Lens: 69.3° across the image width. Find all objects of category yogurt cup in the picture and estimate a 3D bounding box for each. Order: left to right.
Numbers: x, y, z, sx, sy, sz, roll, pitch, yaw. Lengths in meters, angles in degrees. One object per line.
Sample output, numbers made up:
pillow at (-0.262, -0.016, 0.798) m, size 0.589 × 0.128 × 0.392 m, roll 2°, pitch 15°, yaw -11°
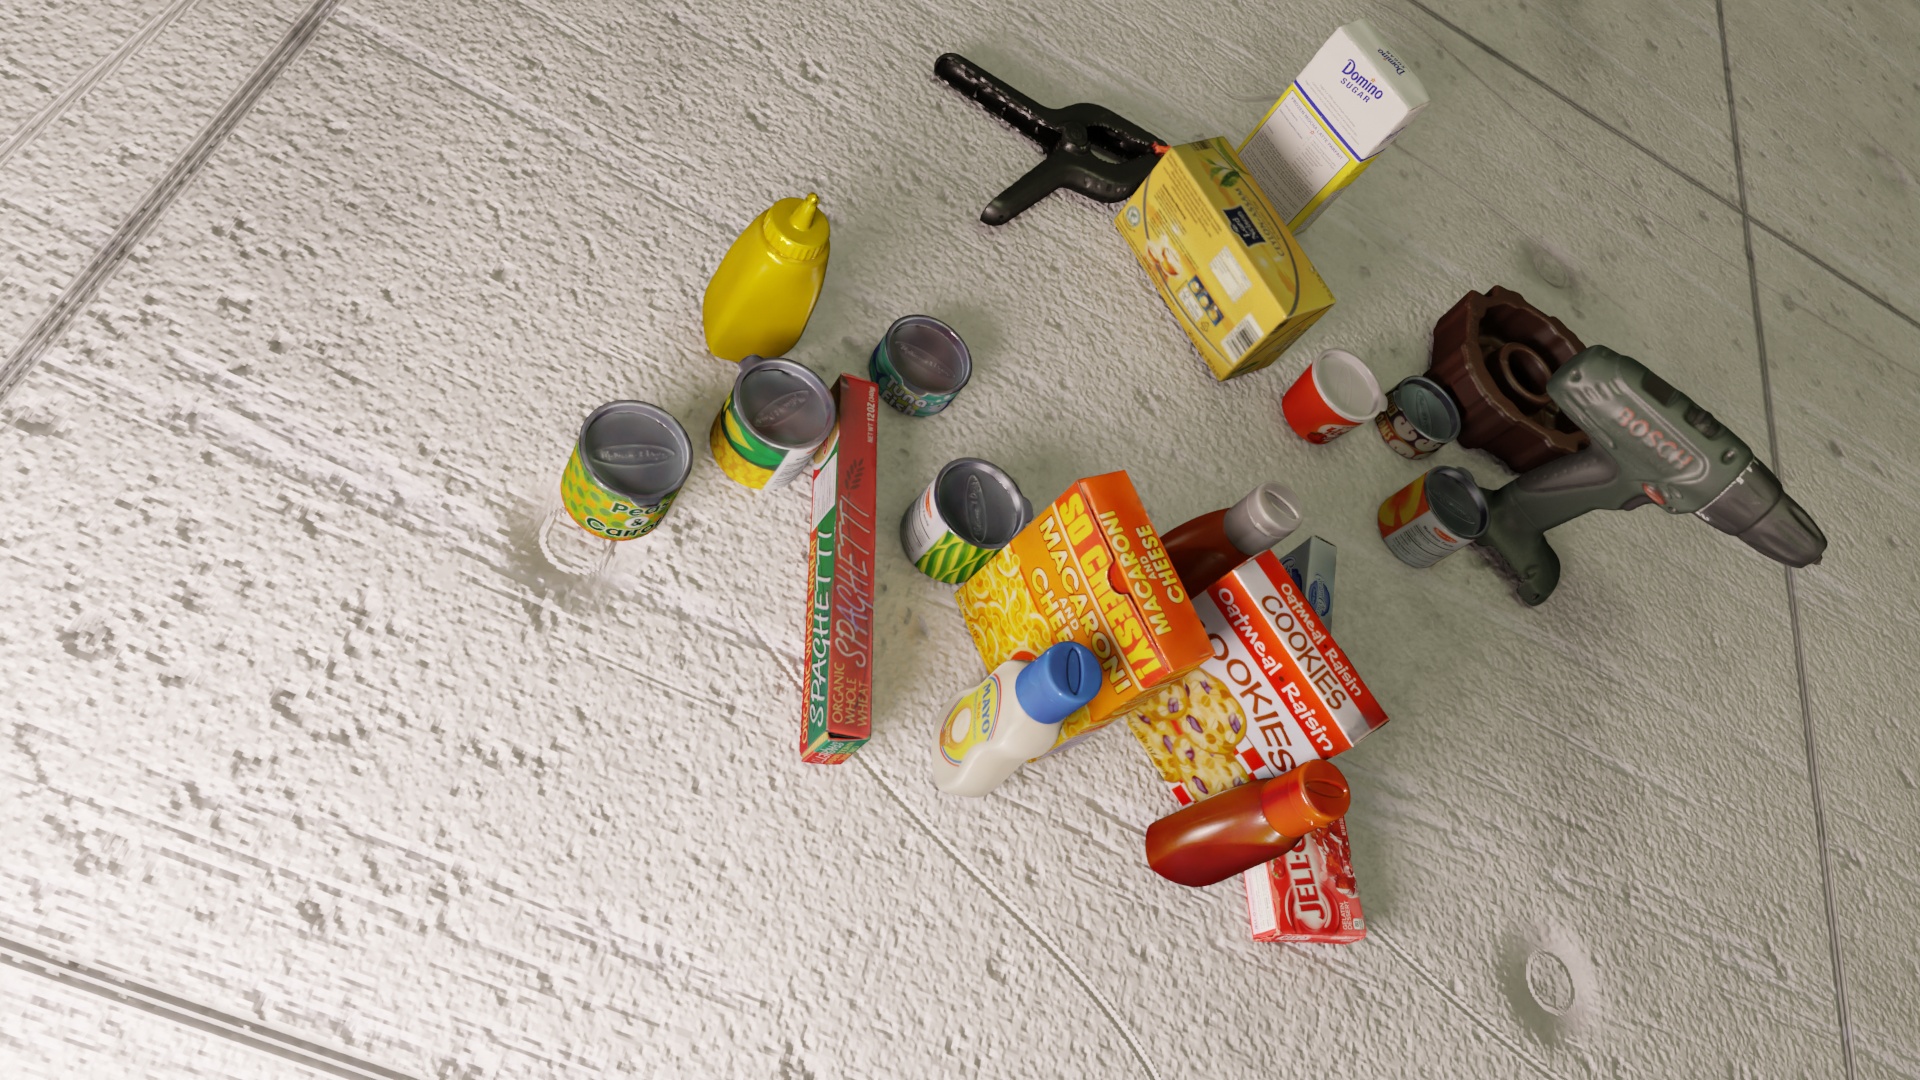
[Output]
yogurt cup at (0.299, -0.114, 1.126) m, size 0.072 × 0.053 × 0.073 m, roll 13°, pitch 59°, yaw -22°

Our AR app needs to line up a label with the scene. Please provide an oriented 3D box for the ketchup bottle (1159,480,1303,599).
ketchup bottle at (0.170, 0.010, 0.930) m, size 0.065 × 0.148 × 0.044 m, roll 39°, pitch 53°, yaw -4°

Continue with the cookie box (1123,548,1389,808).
cookie box at (0.170, 0.095, 0.872) m, size 0.040 × 0.166 × 0.123 m, roll -27°, pitch 79°, yaw -36°

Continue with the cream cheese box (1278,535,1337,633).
cream cheese box at (0.245, 0.052, 1.007) m, size 0.024 × 0.053 × 0.104 m, roll 24°, pitch 55°, yaw -15°

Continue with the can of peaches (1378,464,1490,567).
can of peaches at (0.380, -0.020, 1.116) m, size 0.071 × 0.057 × 0.071 m, roll 13°, pitch 59°, yaw -22°

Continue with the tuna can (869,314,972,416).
tuna can at (-0.029, -0.120, 0.968) m, size 0.071 × 0.032 × 0.071 m, roll 13°, pitch 59°, yaw -22°

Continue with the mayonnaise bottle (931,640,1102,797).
mayonnaise bottle at (0.030, 0.101, 0.807) m, size 0.041 × 0.147 × 0.065 m, roll 15°, pitch 58°, yaw -21°

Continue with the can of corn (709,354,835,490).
can of corn at (-0.121, -0.075, 0.878) m, size 0.071 × 0.058 × 0.071 m, roll 13°, pitch 59°, yaw -22°

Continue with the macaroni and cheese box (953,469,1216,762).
macaroni and cheese box at (0.069, 0.050, 0.843) m, size 0.040 × 0.165 × 0.124 m, roll -14°, pitch 72°, yaw -33°

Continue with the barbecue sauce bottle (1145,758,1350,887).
barbecue sauce bottle at (0.176, 0.173, 0.845) m, size 0.065 × 0.148 × 0.044 m, roll 14°, pitch 59°, yaw -21°

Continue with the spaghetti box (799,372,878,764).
spaghetti box at (-0.074, 0.014, 0.860) m, size 0.029 × 0.050 × 0.251 m, roll 12°, pitch 59°, yaw -22°

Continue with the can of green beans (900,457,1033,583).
can of green beans at (0.001, -0.012, 0.910) m, size 0.071 × 0.057 × 0.071 m, roll 13°, pitch 59°, yaw -22°

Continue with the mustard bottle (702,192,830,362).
mustard bottle at (-0.115, -0.170, 0.870) m, size 0.065 × 0.159 × 0.049 m, roll 0°, pitch 65°, yaw -28°

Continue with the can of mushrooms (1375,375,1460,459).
can of mushrooms at (0.386, -0.105, 1.181) m, size 0.071 × 0.033 × 0.071 m, roll 13°, pitch 59°, yaw -22°

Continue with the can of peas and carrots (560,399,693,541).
can of peas and carrots at (-0.197, -0.038, 0.818) m, size 0.071 × 0.058 × 0.071 m, roll 13°, pitch 59°, yaw -22°
